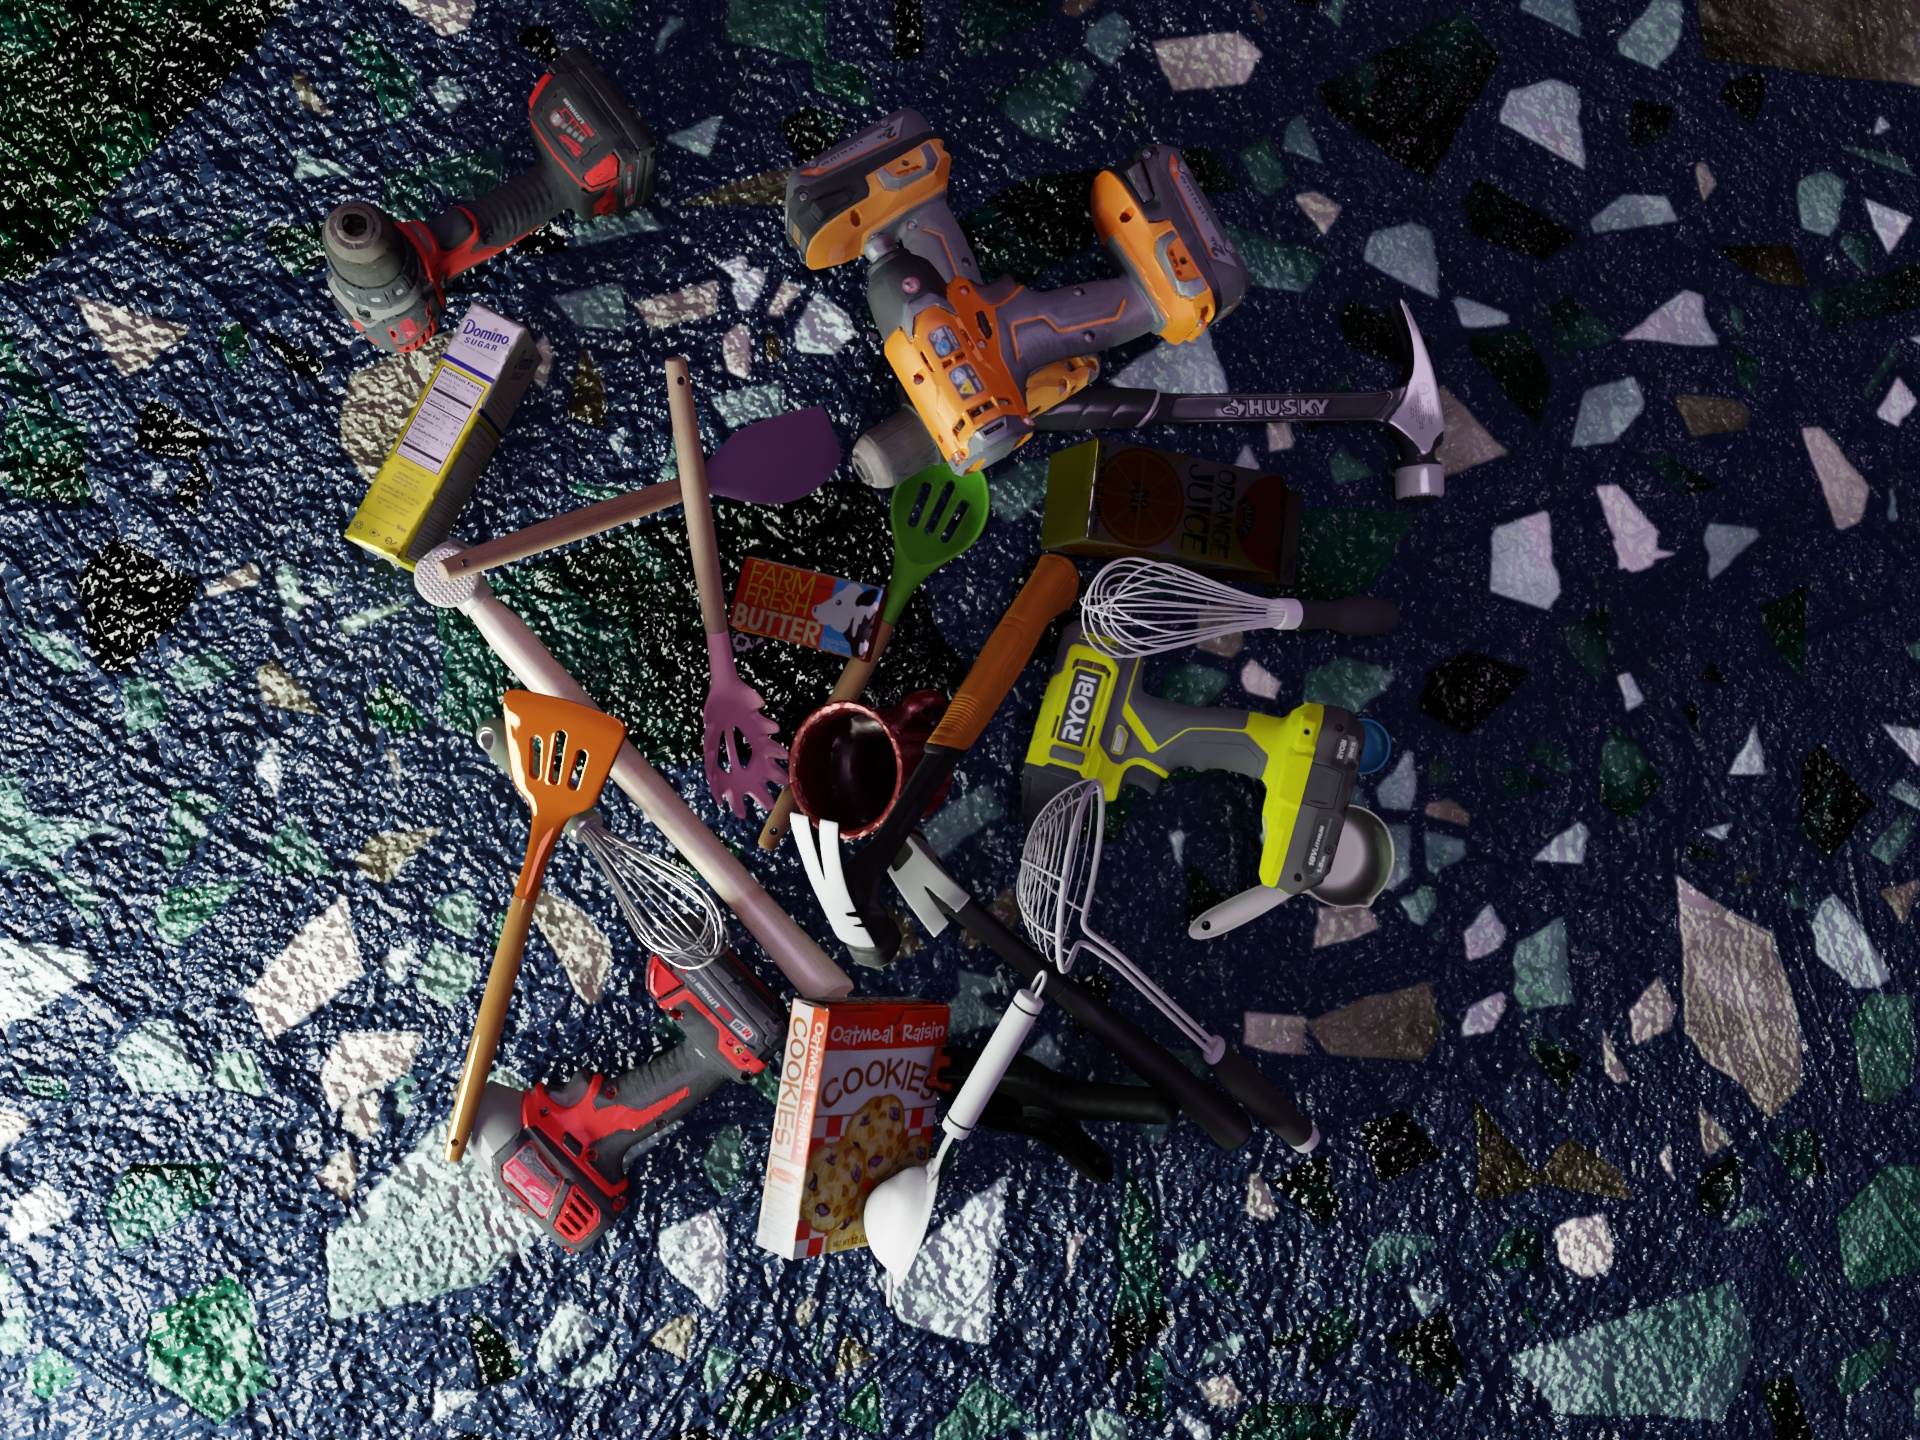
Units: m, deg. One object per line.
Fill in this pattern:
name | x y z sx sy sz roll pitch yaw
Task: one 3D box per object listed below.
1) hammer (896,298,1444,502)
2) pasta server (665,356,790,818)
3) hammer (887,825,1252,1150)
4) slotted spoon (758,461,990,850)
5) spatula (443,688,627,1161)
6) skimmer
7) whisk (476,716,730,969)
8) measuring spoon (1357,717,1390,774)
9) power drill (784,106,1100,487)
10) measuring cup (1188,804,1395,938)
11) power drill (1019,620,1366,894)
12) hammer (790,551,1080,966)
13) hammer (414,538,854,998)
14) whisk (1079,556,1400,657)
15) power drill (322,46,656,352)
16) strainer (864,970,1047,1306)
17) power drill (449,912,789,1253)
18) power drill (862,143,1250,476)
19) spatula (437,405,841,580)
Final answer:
hammer | 0.157 -0.234 1.166 0.409 0.036 0.149 -1 89 -8
pasta server | -0.164 -0.084 1.066 0.060 0.040 0.316 -16 116 -24
hammer | 0.081 0.197 1.116 0.334 0.146 0.035 41 92 -14
slotted spoon | -0.068 -0.049 1.137 0.070 0.031 0.314 27 88 -3
spatula | -0.291 0.138 1.029 0.081 0.041 0.322 17 96 -1
skimmer | 0.161 0.186 1.093 0.363 0.090 0.127 45 43 -23
whisk | -0.243 0.077 1.063 0.246 0.059 0.057 41 116 20
measuring spoon | 0.255 0.021 1.191 0.128 0.021 0.042 -3 91 1
power drill | -0.037 -0.284 1.099 0.185 0.084 0.226 -34 87 -11
measuring cup | 0.239 0.119 1.175 0.167 0.038 0.083 -26 93 -5
power drill | 0.159 0.040 1.129 0.223 0.080 0.171 16 87 7
hammer | -0.002 -0.003 1.054 0.034 0.127 0.337 9 48 29
hammer | -0.216 0.042 1.087 0.038 0.146 0.410 -41 105 -5
whisk | 0.205 -0.075 1.129 0.284 0.070 0.070 0 90 -30
power drill | -0.310 -0.334 1.027 0.227 0.188 0.080 -39 96 -11
strainer | -0.008 0.273 1.053 0.050 0.087 0.258 27 99 -10
power drill | -0.234 0.242 1.089 0.219 0.078 0.143 -44 95 -3
power drill | 0.054 -0.282 1.037 0.226 0.084 0.164 -31 90 -8
spatula | -0.199 -0.145 1.049 0.316 0.018 0.059 -27 103 -38
